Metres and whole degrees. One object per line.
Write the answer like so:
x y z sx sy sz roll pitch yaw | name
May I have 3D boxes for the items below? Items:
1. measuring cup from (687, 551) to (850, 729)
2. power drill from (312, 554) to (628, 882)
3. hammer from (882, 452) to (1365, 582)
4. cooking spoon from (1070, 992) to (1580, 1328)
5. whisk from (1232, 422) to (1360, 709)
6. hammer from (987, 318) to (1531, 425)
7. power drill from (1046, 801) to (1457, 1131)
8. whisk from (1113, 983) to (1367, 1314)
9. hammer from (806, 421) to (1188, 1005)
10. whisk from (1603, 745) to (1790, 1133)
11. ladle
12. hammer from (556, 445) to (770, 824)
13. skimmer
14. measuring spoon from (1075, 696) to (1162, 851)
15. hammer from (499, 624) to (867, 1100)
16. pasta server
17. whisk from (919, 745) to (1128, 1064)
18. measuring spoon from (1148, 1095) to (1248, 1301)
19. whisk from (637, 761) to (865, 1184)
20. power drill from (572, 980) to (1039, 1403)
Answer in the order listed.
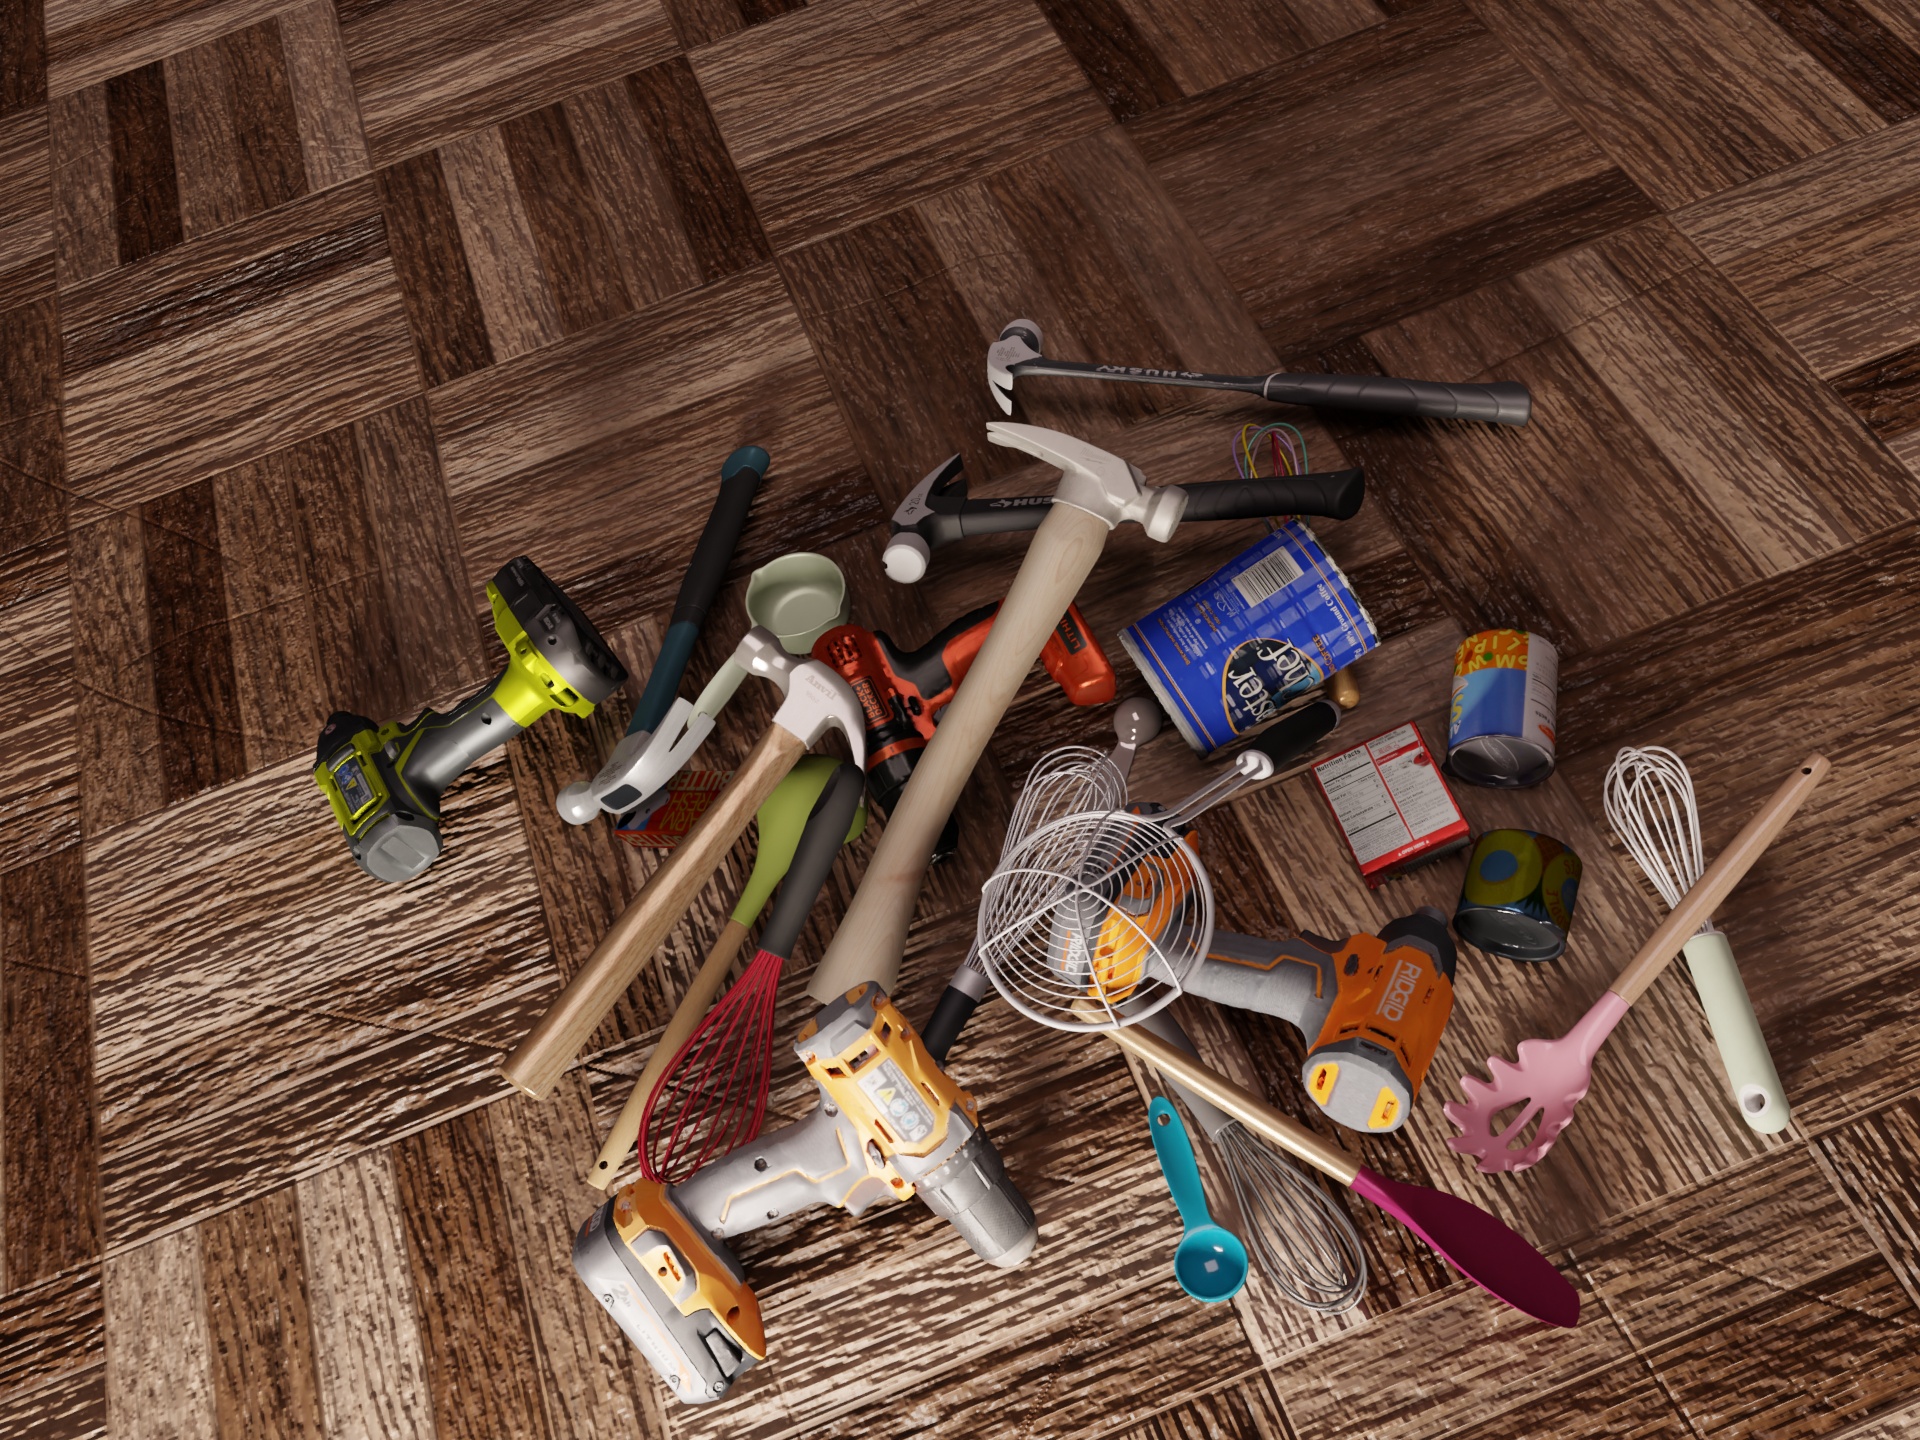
-0.144 -0.050 1.178 0.083 0.038 0.168 27 70 24 | measuring cup
-0.367 -0.009 1.160 0.223 0.080 0.171 -41 48 -3 | power drill
0.118 -0.156 1.143 0.335 0.035 0.146 -2 34 15 | hammer
0.200 0.243 0.901 0.319 0.017 0.069 30 25 15 | cooking spoon
0.246 -0.117 1.139 0.051 0.047 0.245 -19 61 14 | whisk
0.219 -0.255 1.205 0.409 0.036 0.149 7 30 10 | hammer
0.185 0.136 0.965 0.226 0.084 0.164 23 43 19 | power drill
0.156 0.242 0.937 0.055 0.055 0.239 -30 53 -8 | whisk
-0.002 -0.003 1.049 0.146 0.038 0.411 26 80 9 | hammer
0.442 0.124 0.952 0.058 0.059 0.247 -37 50 42 | whisk
-0.157 0.161 1.055 0.078 0.062 0.320 24 73 12 | ladle
-0.204 -0.077 1.187 0.128 0.033 0.331 -20 44 40 | hammer
0.143 0.069 0.950 0.127 0.090 0.363 24 27 27 | skimmer
0.105 0.034 1.086 0.034 0.018 0.124 16 64 20 | measuring spoon
-0.177 0.101 1.029 0.130 0.031 0.331 34 78 10 | hammer
0.397 0.137 0.918 0.316 0.040 0.060 -49 50 -2 | pasta server
0.022 0.139 1.010 0.070 0.070 0.285 26 77 24 | whisk
0.135 0.281 0.935 0.042 0.021 0.129 -19 48 4 | measuring spoon
-0.124 0.163 0.989 0.073 0.073 0.296 21 83 22 | whisk
-0.082 0.287 0.914 0.226 0.084 0.185 -38 95 -6 | power drill
